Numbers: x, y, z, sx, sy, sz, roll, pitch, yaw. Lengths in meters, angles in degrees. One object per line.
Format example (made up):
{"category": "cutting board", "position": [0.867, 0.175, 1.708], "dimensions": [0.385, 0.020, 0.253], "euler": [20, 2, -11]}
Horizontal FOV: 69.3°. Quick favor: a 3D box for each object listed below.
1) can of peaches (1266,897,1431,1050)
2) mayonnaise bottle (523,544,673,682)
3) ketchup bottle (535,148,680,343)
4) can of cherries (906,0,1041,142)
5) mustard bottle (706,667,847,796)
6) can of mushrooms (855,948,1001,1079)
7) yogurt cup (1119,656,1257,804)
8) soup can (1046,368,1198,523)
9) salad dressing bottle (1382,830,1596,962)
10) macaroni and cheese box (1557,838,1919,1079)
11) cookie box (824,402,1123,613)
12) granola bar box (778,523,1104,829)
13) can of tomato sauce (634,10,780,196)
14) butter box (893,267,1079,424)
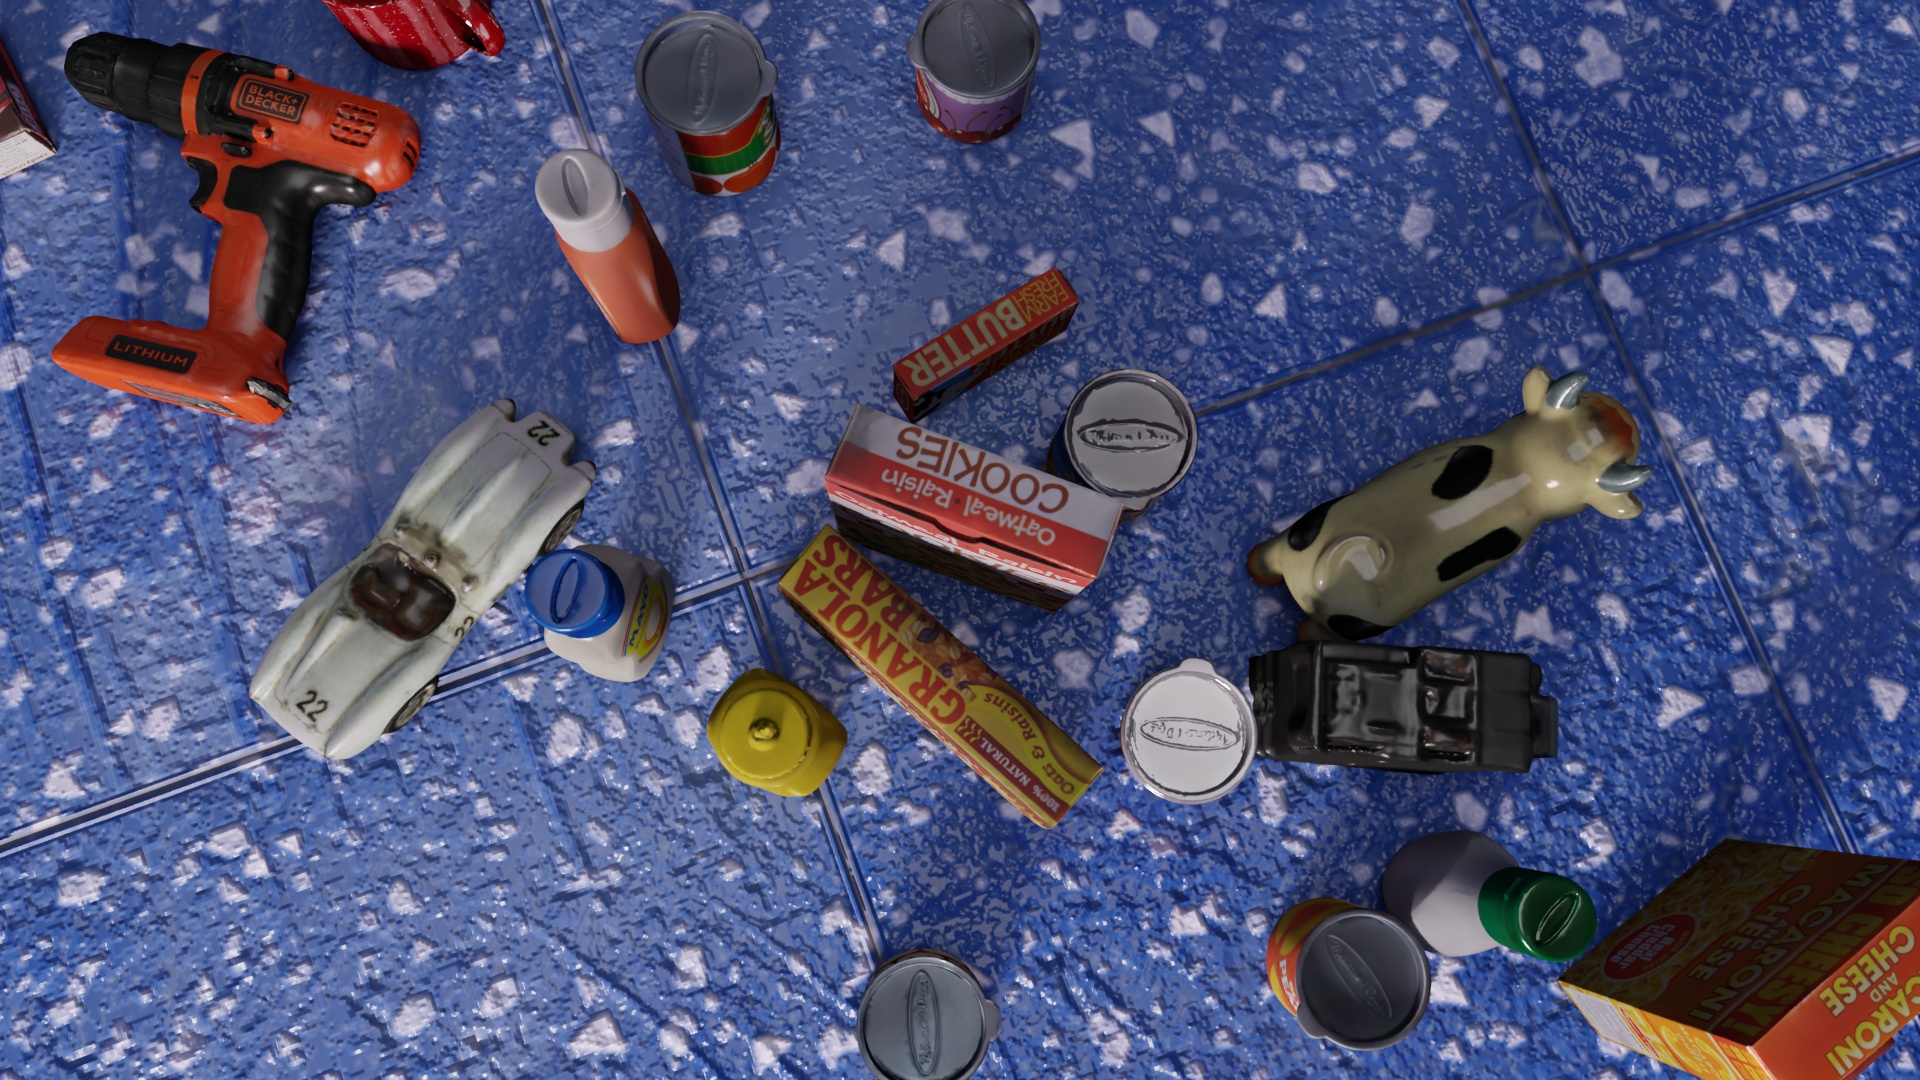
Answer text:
{"category": "can of peaches", "position": [0.189, 0.215, 0.692], "dimensions": [0.071, 0.058, 0.071], "euler": [0, 81, -3]}
{"category": "mayonnaise bottle", "position": [-0.169, 0.032, 0.658], "dimensions": [0.041, 0.148, 0.065], "euler": [13, 81, -1]}
{"category": "ketchup bottle", "position": [-0.172, -0.147, 0.685], "dimensions": [0.043, 0.148, 0.065], "euler": [-17, 83, -5]}
{"category": "can of cherries", "position": [0.006, -0.259, 0.757], "dimensions": [0.071, 0.058, 0.071], "euler": [0, 81, -3]}
{"category": "mustard bottle", "position": [-0.088, 0.089, 0.646], "dimensions": [0.065, 0.160, 0.049], "euler": [35, 82, 3]}
{"category": "can of mushrooms", "position": [-0.016, 0.239, 0.690], "dimensions": [0.071, 0.033, 0.071], "euler": [0, 81, -3]}
{"category": "yogurt cup", "position": [0.112, 0.099, 0.708], "dimensions": [0.072, 0.054, 0.072], "euler": [0, 81, -3]}
{"category": "soup can", "position": [0.081, -0.043, 0.714], "dimensions": [0.071, 0.083, 0.071], "euler": [0, 81, -3]}
{"category": "salad dressing bottle", "position": [0.247, 0.170, 0.656], "dimensions": [0.044, 0.147, 0.064], "euler": [41, 82, 4]}
{"category": "macaroni and cheese box", "position": [0.374, 0.196, 0.649], "dimensions": [0.124, 0.166, 0.040], "euler": [-36, 85, -7]}
{"category": "cookie box", "position": [0.002, -0.008, 0.662], "dimensions": [0.123, 0.167, 0.040], "euler": [20, 81, 0]}
{"category": "granola bar box", "position": [-0.013, 0.068, 0.672], "dimensions": [0.165, 0.124, 0.039], "euler": [41, 82, 4]}
{"category": "can of tomato sauce", "position": [-0.129, -0.228, 0.733], "dimensions": [0.071, 0.083, 0.071], "euler": [0, 81, -3]}
{"category": "butter box", "position": [0.012, -0.103, 0.736], "dimensions": [0.103, 0.053, 0.024], "euler": [-32, 84, -7]}
